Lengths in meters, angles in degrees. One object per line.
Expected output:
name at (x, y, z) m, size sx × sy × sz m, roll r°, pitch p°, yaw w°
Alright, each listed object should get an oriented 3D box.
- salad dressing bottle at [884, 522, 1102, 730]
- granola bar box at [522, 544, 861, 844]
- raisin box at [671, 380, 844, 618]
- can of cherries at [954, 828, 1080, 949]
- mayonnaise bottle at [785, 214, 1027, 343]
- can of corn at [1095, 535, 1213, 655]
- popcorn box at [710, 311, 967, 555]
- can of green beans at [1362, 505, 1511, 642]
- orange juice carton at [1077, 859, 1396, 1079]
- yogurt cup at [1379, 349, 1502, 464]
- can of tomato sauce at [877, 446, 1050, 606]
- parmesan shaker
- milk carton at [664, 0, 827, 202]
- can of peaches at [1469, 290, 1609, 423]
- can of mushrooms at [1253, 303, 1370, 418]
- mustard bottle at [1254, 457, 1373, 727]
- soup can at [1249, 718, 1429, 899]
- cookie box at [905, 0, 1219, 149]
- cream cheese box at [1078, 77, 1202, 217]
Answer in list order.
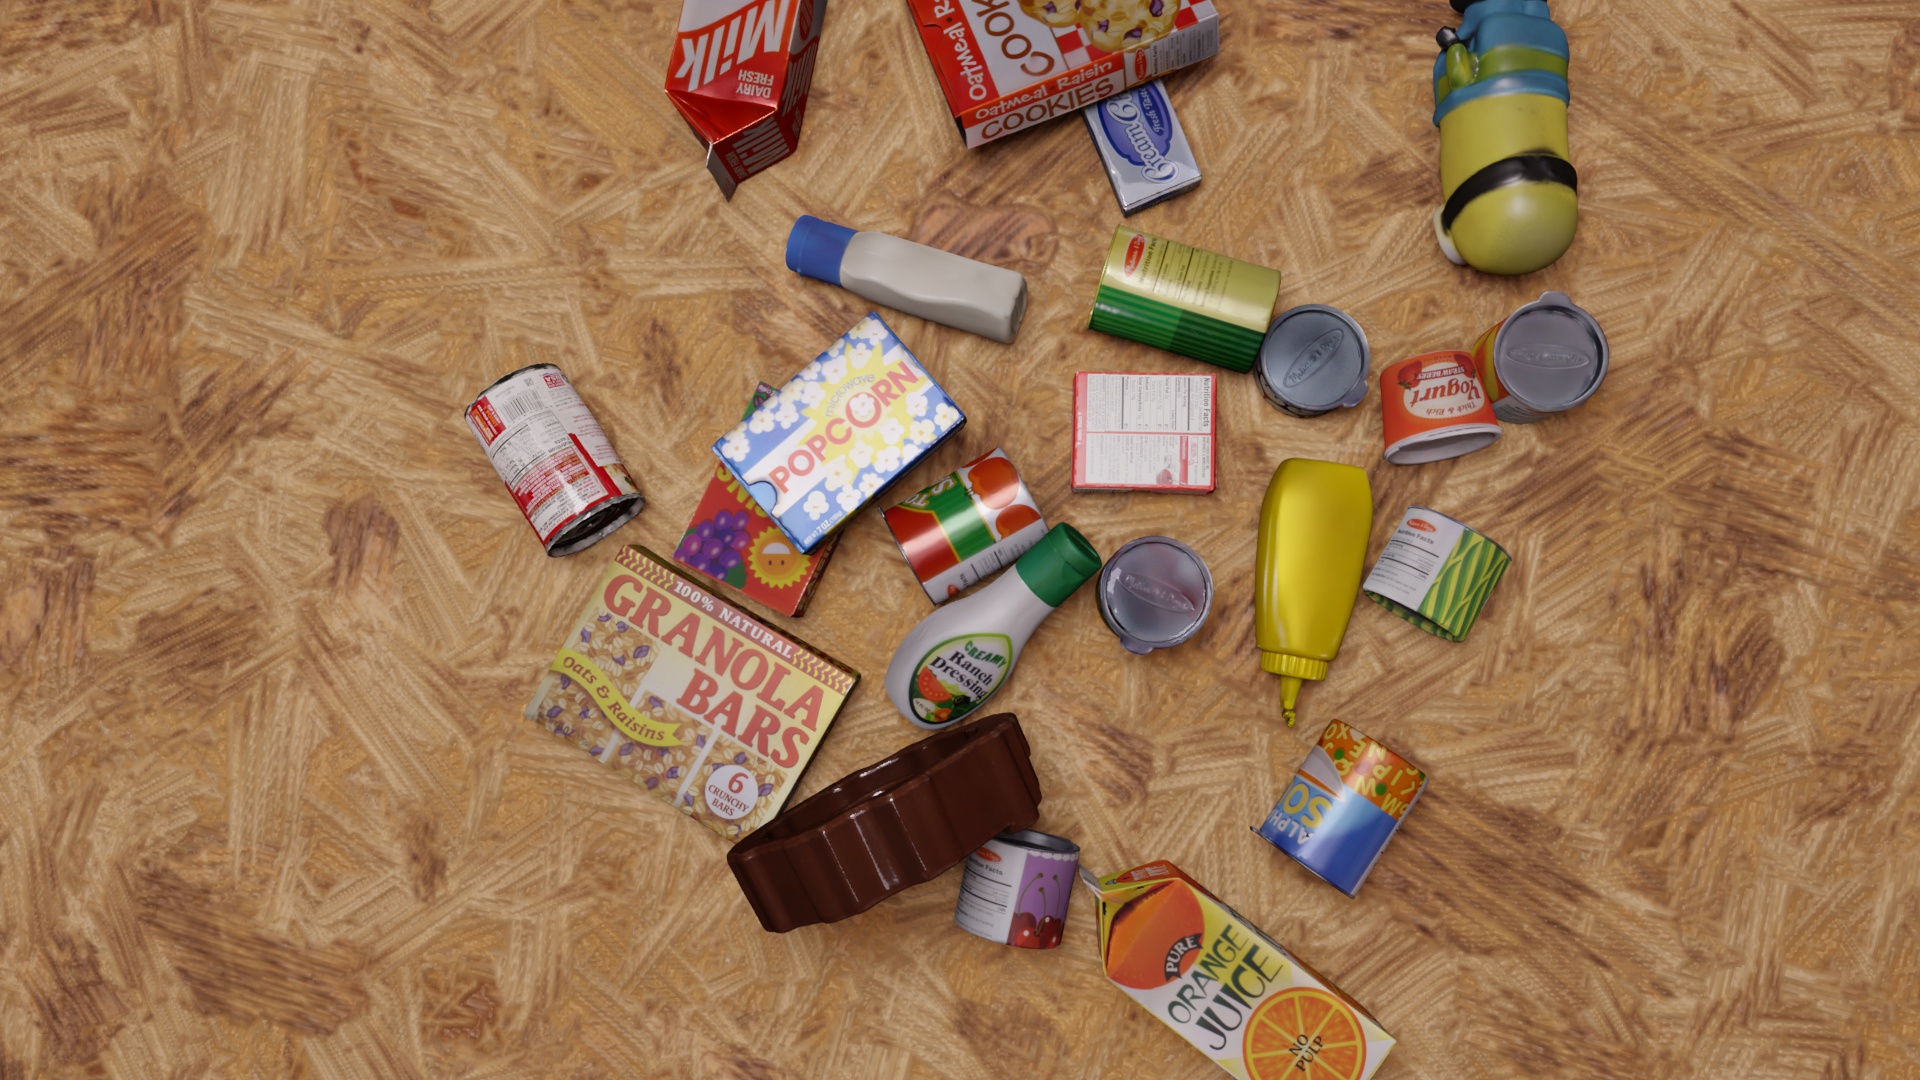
salad dressing bottle at (0.020, 0.050, 0.827) m, size 0.064 × 0.044 × 0.147 m, roll 38°, pitch 107°, yaw -27°
granola bar box at (-0.163, 0.095, 0.855) m, size 0.165 × 0.039 × 0.124 m, roll 30°, pitch 88°, yaw 5°
raisin box at (-0.112, -0.024, 0.862) m, size 0.086 × 0.040 × 0.123 m, roll 26°, pitch 86°, yaw 3°
can of cherries at (0.036, 0.205, 0.825) m, size 0.071 × 0.071 × 0.058 m, roll 11°, pitch 87°, yaw 4°
mayonnaise bottle at (-0.034, -0.164, 0.858) m, size 0.148 × 0.064 × 0.041 m, roll 19°, pitch 84°, yaw 8°
can of corn at (0.114, 0.034, 0.836) m, size 0.071 × 0.058 × 0.071 m, roll 0°, pitch 86°, yaw 3°
popcorn box at (-0.070, -0.063, 0.824) m, size 0.127 × 0.038 × 0.085 m, roll -41°, pitch 87°, yaw -2°
can of green beans at (0.282, 0.020, 0.825) m, size 0.071 × 0.071 × 0.058 m, roll 31°, pitch 89°, yaw 5°
orange juice carton at (0.147, 0.252, 0.812) m, size 0.193 × 0.072 × 0.073 m, roll 37°, pitch 88°, yaw 5°
yogurt cup at (0.285, -0.080, 0.835) m, size 0.072 × 0.072 × 0.054 m, roll -9°, pitch 78°, yaw 2°
can of tomato sauce at (0.003, -0.011, 0.841) m, size 0.083 × 0.071 × 0.071 m, roll -30°, pitch 85°, yaw 0°
parmesan shaker at (0.134, -0.143, 0.844) m, size 0.103 × 0.071 × 0.071 m, roll 17°, pitch 87°, yaw 3°
milk carton at (-0.132, -0.313, 0.868) m, size 0.073 × 0.072 × 0.190 m, roll 11°, pitch 85°, yaw 4°
can of peaches at (0.346, -0.108, 0.836) m, size 0.071 × 0.058 × 0.071 m, roll 0°, pitch 86°, yaw 4°
can of mushrooms at (0.217, -0.108, 0.854) m, size 0.071 × 0.033 × 0.071 m, roll 0°, pitch 85°, yaw 3°
mustard bottle at (0.206, 0.032, 0.837) m, size 0.065 × 0.049 × 0.160 m, roll 10°, pitch 87°, yaw 4°
soup can at (0.223, 0.155, 0.818) m, size 0.071 × 0.071 × 0.084 m, roll 34°, pitch 88°, yaw 5°
cookie box at (0.059, -0.327, 0.859) m, size 0.167 × 0.040 × 0.123 m, roll -20°, pitch 67°, yaw 1°
cream cheese box at (0.109, -0.262, 0.876) m, size 0.053 × 0.024 × 0.104 m, roll -21°, pitch 85°, yaw 3°
